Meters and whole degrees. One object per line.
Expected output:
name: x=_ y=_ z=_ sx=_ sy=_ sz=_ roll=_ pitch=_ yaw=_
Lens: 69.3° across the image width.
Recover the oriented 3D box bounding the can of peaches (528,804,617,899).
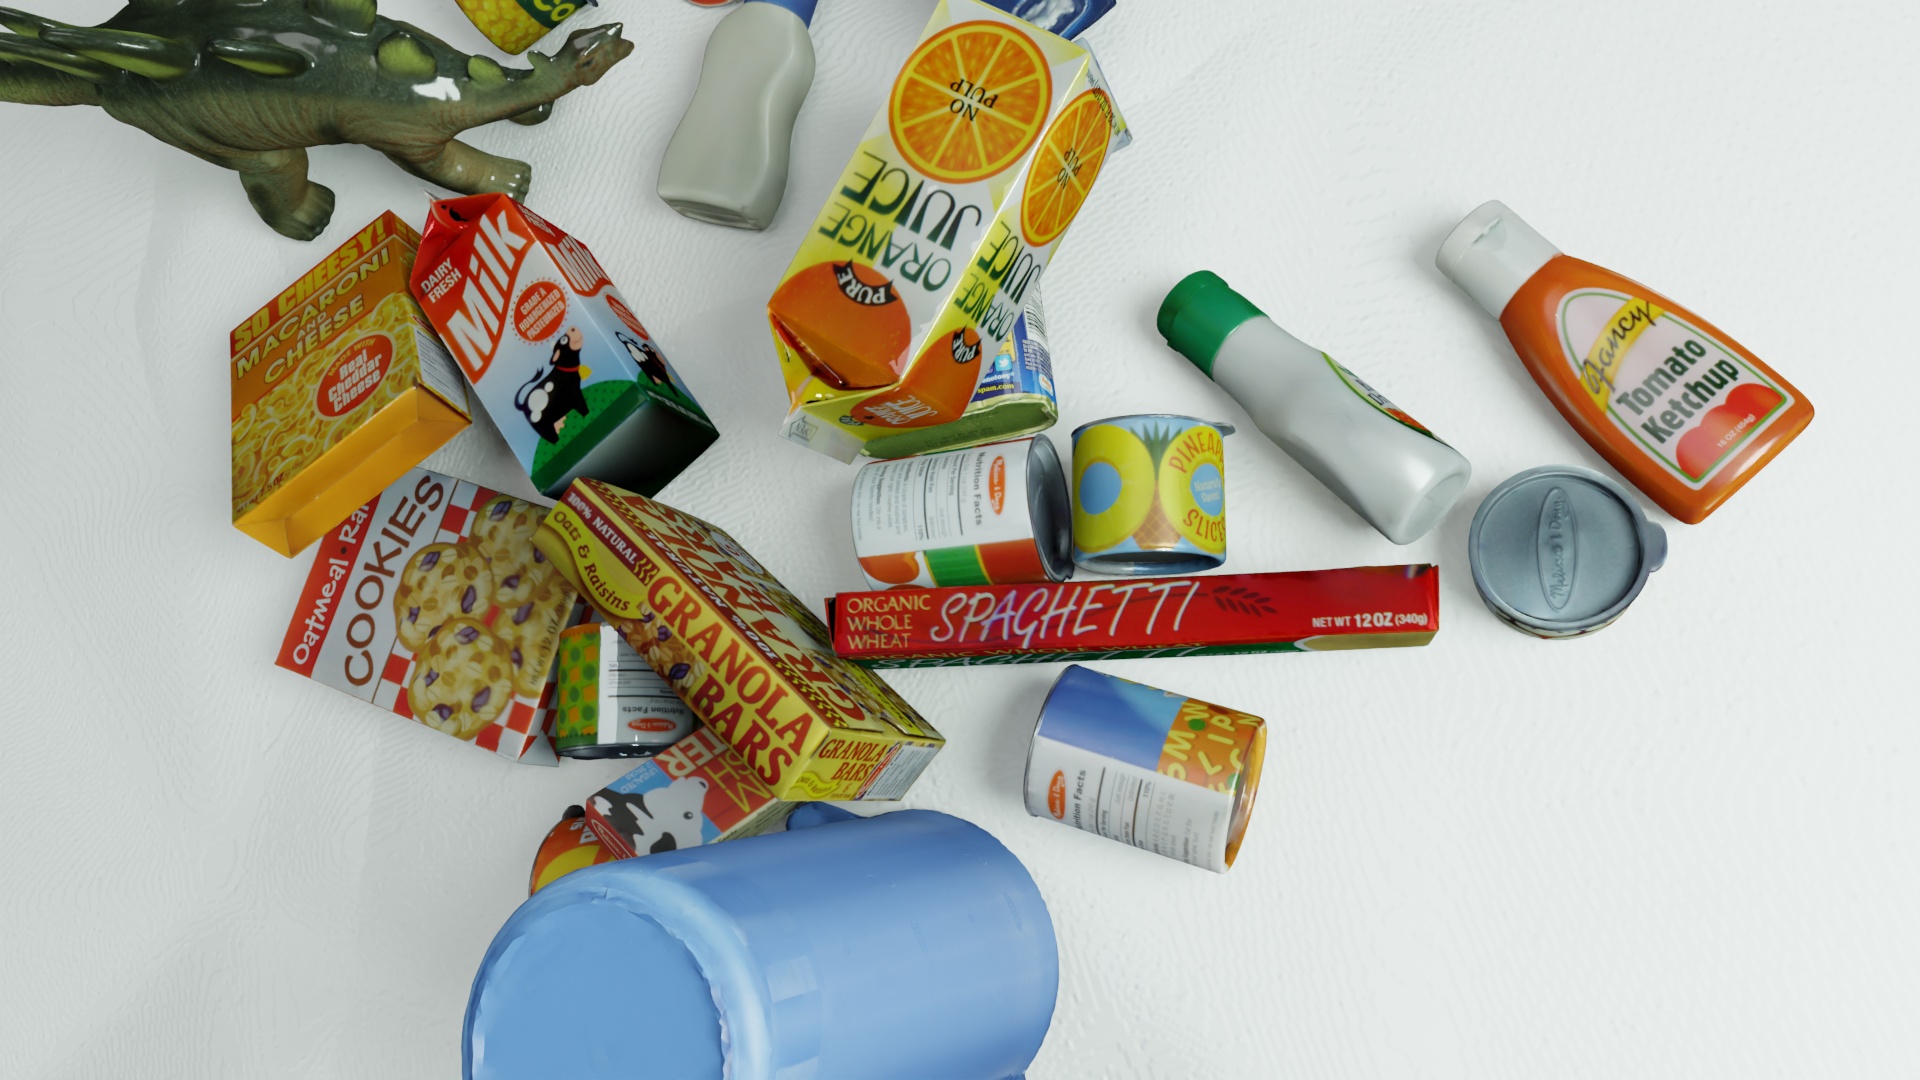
can of peaches: x=-0.155 y=0.158 z=0.640 sx=0.058 sy=0.071 sz=0.071 roll=-4 pitch=77 yaw=19

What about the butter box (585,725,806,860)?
butter box: x=-0.110 y=0.113 z=0.623 sx=0.053 sy=0.104 sz=0.024 roll=39 pitch=137 yaw=23

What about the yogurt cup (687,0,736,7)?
yogurt cup: x=-0.140 y=-0.332 z=0.750 sx=0.072 sy=0.054 sz=0.072 roll=-4 pitch=78 yaw=19

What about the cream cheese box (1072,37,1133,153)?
cream cheese box: x=0.026 y=-0.195 z=0.676 sx=0.103 sy=0.024 sz=0.053 roll=-26 pitch=72 yaw=13

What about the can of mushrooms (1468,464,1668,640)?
can of mushrooms: x=0.239 y=0.006 z=0.550 sx=0.071 sy=0.033 sz=0.071 roll=-5 pitch=76 yaw=19

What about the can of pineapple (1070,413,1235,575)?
can of pineapple: x=0.082 y=-0.018 z=0.593 sx=0.071 sy=0.071 sz=0.058 roll=-3 pitch=78 yaw=19

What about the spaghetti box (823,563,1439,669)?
spaghetti box: x=0.069 y=0.033 z=0.583 sx=0.250 sy=0.050 sz=0.029 roll=-3 pitch=77 yaw=13

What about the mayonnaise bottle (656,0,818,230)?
mayonnaise bottle: x=-0.108 y=-0.238 z=0.725 sx=0.065 sy=0.041 sz=0.148 roll=14 pitch=82 yaw=20

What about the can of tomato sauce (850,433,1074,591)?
can of tomato sauce: x=0.002 y=-0.008 z=0.622 sx=0.083 sy=0.071 sz=0.071 roll=-8 pitch=76 yaw=19

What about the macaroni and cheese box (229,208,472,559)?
macaroni and cheese box: x=-0.330 y=-0.087 z=0.743 sx=0.123 sy=0.040 sz=0.167 roll=-34 pitch=48 yaw=8

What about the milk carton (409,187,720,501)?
milk carton: x=-0.214 y=-0.107 z=0.717 sx=0.073 sy=0.072 sz=0.191 roll=-41 pitch=68 yaw=8

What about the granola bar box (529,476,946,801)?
granola bar box: x=-0.094 y=0.045 z=0.612 sx=0.166 sy=0.124 sz=0.039 roll=41 pitch=95 yaw=22

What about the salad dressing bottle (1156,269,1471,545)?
salad dressing bottle: x=0.144 y=-0.060 z=0.586 sx=0.044 sy=0.064 sz=0.148 roll=-51 pitch=59 yaw=14

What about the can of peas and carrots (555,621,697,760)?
can of peas and carrots: x=-0.159 y=0.073 z=0.662 sx=0.071 sy=0.071 sz=0.059 roll=-7 pitch=76 yaw=18

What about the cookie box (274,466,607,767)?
cookie box: x=-0.262 y=0.032 z=0.721 sx=0.167 sy=0.040 sz=0.123 roll=16 pitch=83 yaw=22

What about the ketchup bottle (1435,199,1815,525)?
ketchup bottle: x=0.257 y=-0.077 z=0.556 sx=0.064 sy=0.043 sz=0.149 roll=-44 pitch=67 yaw=6

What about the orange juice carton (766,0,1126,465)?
orange juice carton: x=-0.013 y=-0.120 z=0.585 sx=0.073 sy=0.072 sz=0.192 roll=31 pitch=92 yaw=20

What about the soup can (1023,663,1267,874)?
soup can: x=0.078 y=0.092 z=0.573 sx=0.084 sy=0.071 sz=0.071 roll=14 pitch=84 yaw=21

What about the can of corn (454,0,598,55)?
can of corn: x=-0.247 y=-0.314 z=0.779 sx=0.058 sy=0.071 sz=0.071 roll=-32 pitch=70 yaw=12
